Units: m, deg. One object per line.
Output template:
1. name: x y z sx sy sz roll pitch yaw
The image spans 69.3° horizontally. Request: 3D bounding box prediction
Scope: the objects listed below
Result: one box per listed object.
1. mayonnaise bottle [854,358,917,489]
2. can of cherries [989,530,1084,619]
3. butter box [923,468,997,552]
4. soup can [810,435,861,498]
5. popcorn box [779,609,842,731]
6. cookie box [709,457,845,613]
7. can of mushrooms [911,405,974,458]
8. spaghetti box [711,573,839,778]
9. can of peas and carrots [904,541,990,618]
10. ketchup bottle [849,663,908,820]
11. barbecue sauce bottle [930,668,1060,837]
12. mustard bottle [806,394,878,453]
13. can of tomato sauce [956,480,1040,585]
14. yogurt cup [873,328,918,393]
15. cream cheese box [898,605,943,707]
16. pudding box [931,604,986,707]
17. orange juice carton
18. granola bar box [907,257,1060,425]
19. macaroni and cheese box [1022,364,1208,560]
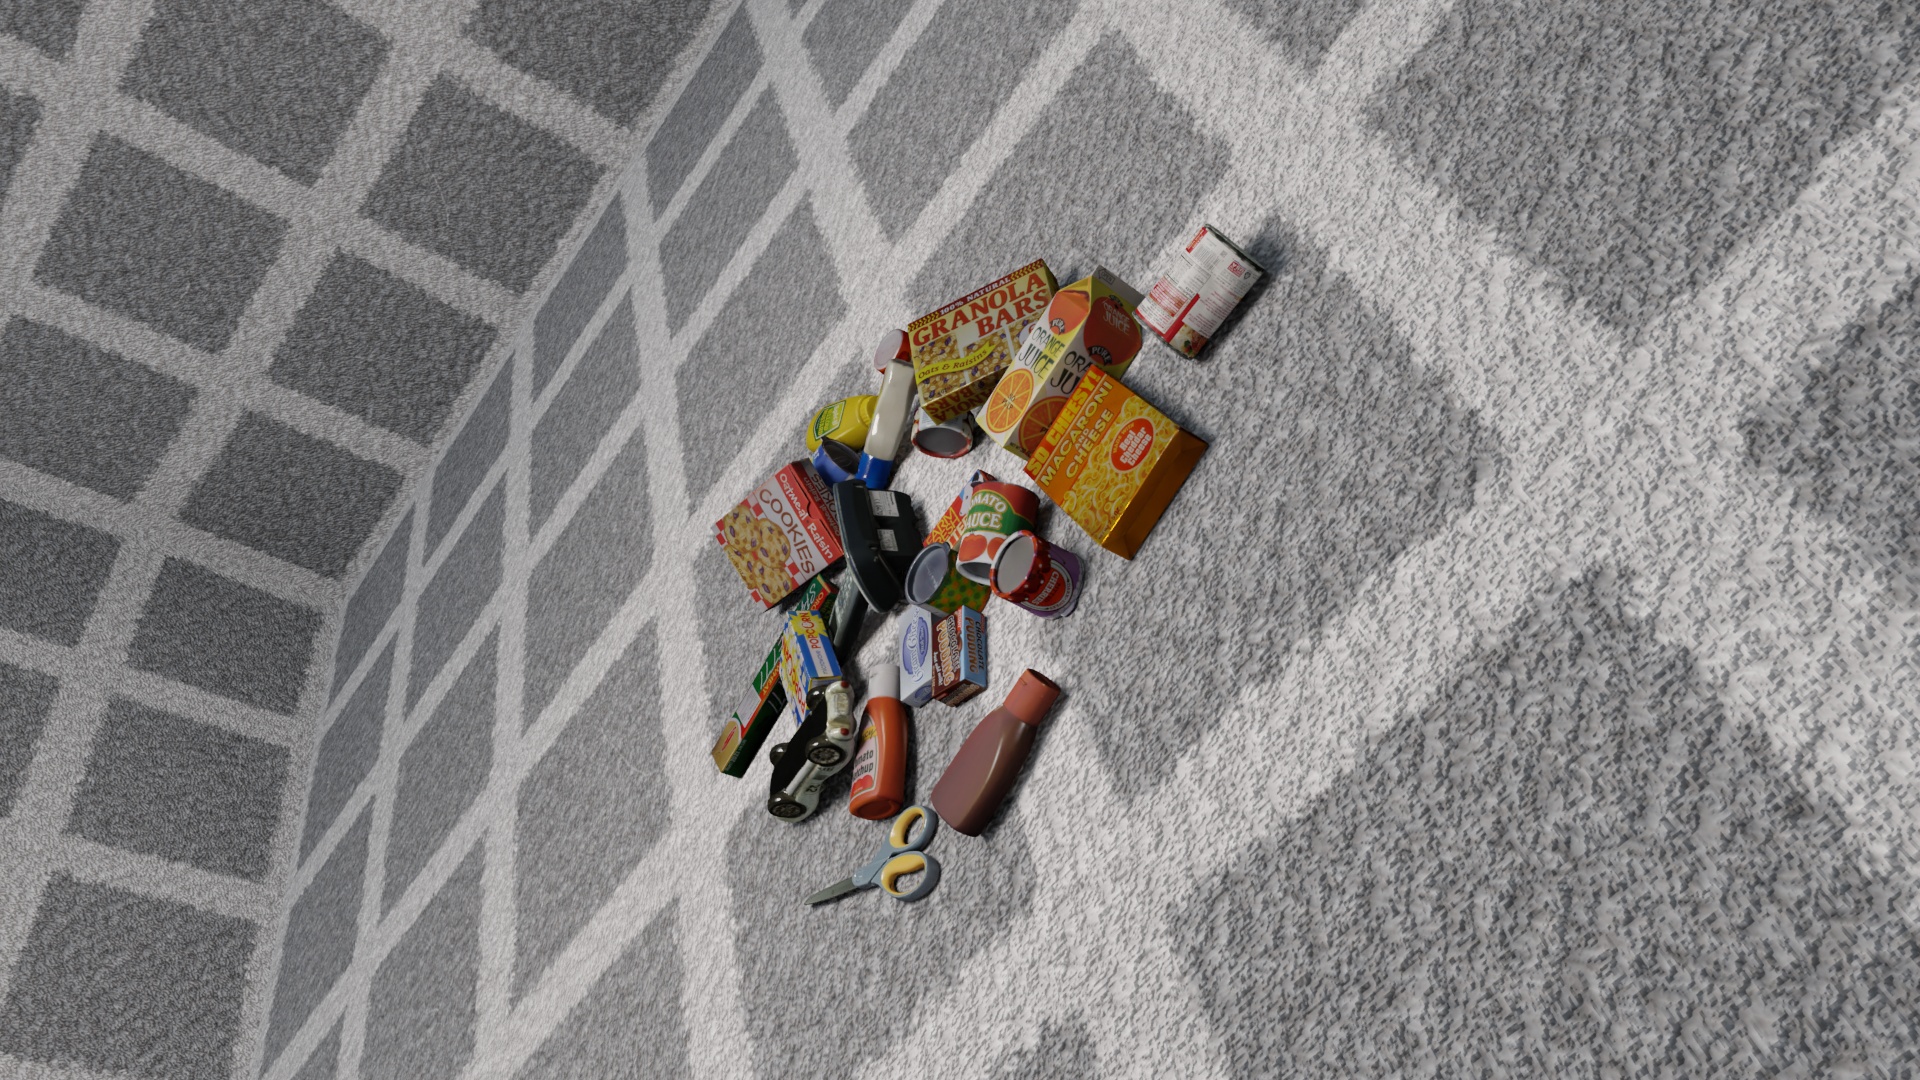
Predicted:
1. mayonnaise bottle: -0.083 -0.131 1.582 0.065 0.041 0.147 -83 11 -78
2. can of cherries: 0.069 0.032 1.249 0.071 0.058 0.072 -36 40 38
3. butter box: 0.005 -0.018 1.412 0.103 0.024 0.053 -53 33 15
4. soup can: -0.162 -0.071 1.651 0.083 0.071 0.071 -49 34 22
5. popcorn box: -0.162 0.144 1.492 0.127 0.038 0.084 -119 33 -54
6. cookie box: -0.206 -0.005 1.626 0.166 0.040 0.123 -33 87 39
7. can of mushrooms: -0.018 -0.117 1.483 0.071 0.071 0.033 -27 47 44
8. spaghetti box: -0.208 0.156 1.589 0.249 0.028 0.050 -59 32 7
9. can of peas and carrots: -0.011 0.041 1.358 0.070 0.058 0.071 -34 41 37
10. ketchup bottle: -0.076 0.194 1.355 0.064 0.043 0.149 -40 37 46
11. barbecue sauce bottle: 0.032 0.181 1.207 0.148 0.043 0.065 -57 32 8
12. mustard bottle: -0.126 -0.144 1.673 0.160 0.049 0.065 -19 54 49
13. can of tomato sauce: 0.034 -0.006 1.317 0.071 0.071 0.083 -15 56 51
14. yogurt cup: -0.065 -0.213 1.631 0.072 0.054 0.073 -35 41 37
15. cream cheese box: -0.036 0.109 1.378 0.053 0.024 0.104 -40 38 35
16. pudding box: -0.001 0.110 1.321 0.049 0.030 0.084 -34 42 37
17. orange juice carton: 0.104 -0.167 1.334 0.192 0.072 0.073 -57 33 11
18. granola bar box: 0.030 -0.206 1.437 0.165 0.039 0.125 -24 51 17
19. macaroni and cheese box: 0.135 -0.073 1.249 0.123 0.040 0.167 -57 32 11
